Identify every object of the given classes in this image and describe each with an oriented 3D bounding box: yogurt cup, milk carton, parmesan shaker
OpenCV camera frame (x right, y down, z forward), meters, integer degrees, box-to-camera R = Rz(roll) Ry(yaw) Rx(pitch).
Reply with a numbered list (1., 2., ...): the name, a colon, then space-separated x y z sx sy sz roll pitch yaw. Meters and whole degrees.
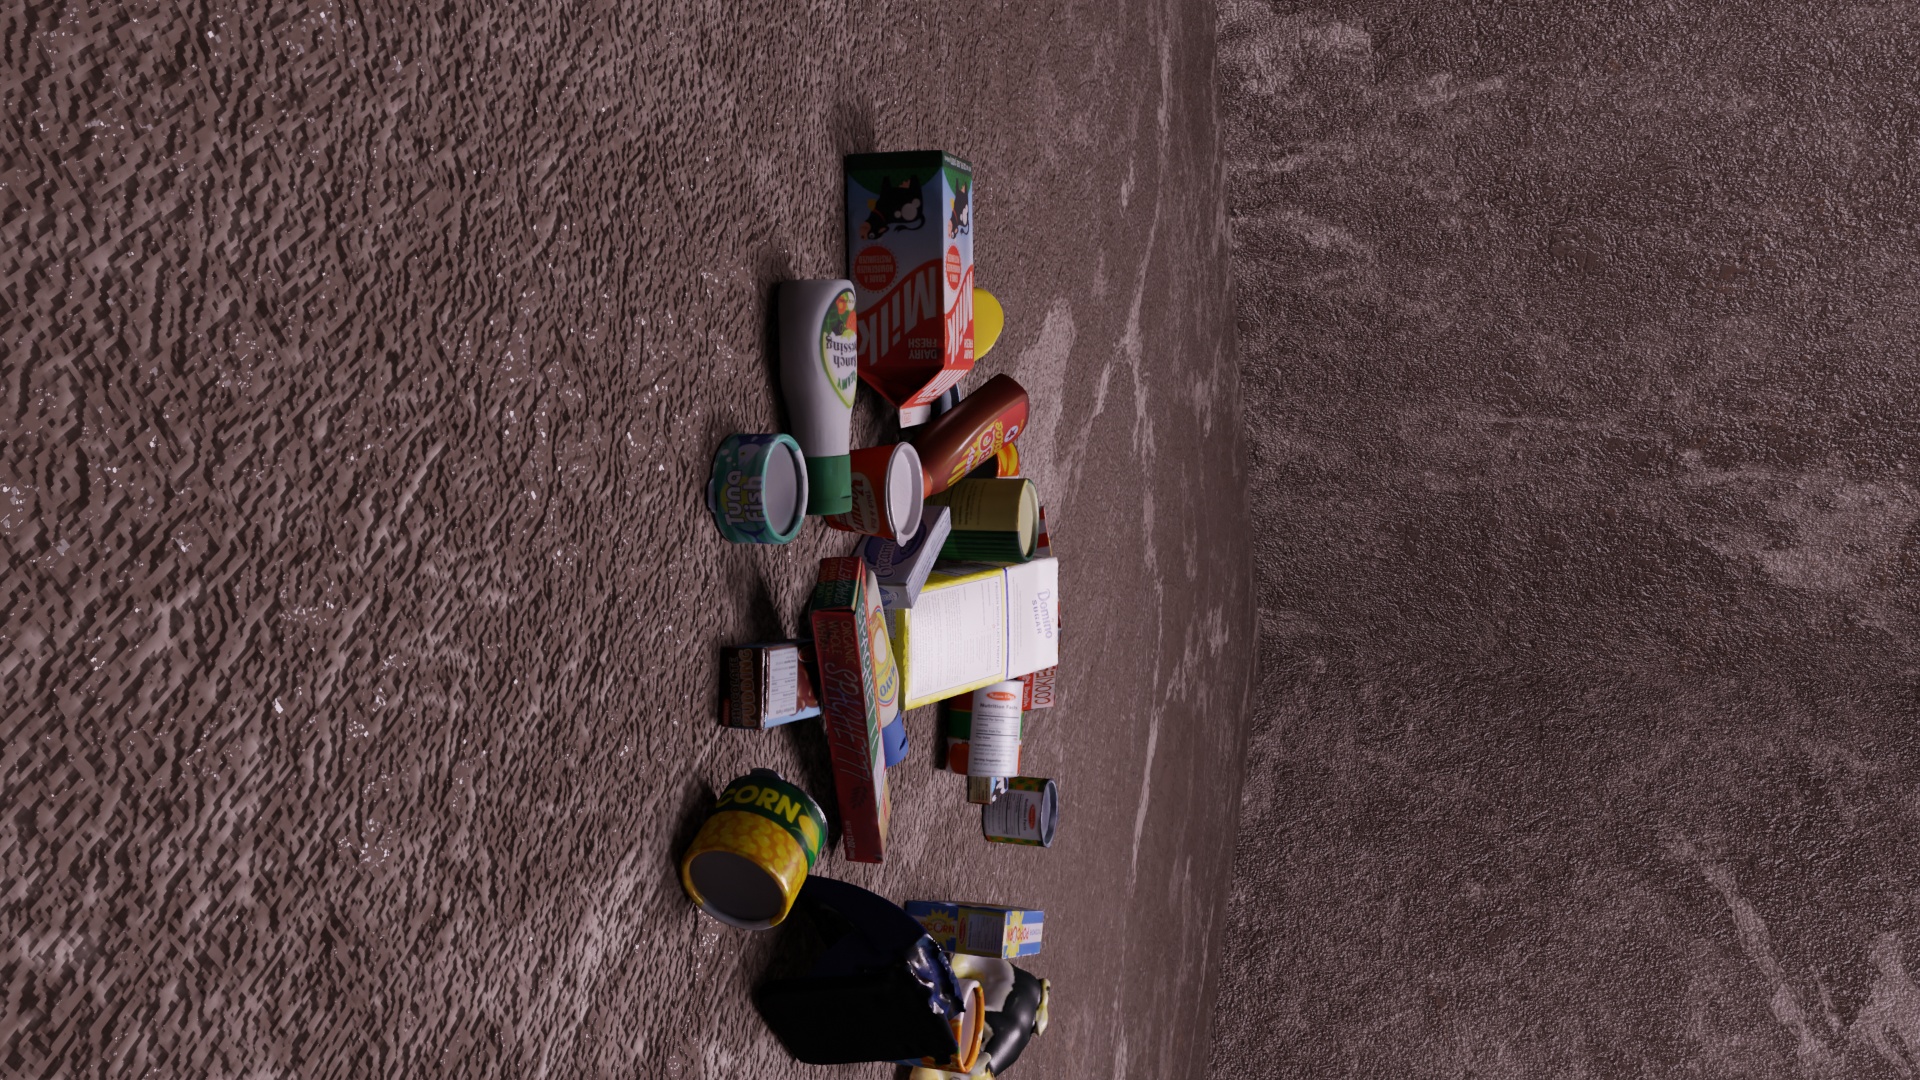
1. yogurt cup: -0.061 -0.034 0.956 0.072 0.054 0.072 0 91 -72
2. milk carton: -0.034 -0.178 0.998 0.072 0.073 0.190 -24 114 -71
3. parmesan shaker: 0.004 -0.014 1.077 0.071 0.103 0.071 0 91 -72

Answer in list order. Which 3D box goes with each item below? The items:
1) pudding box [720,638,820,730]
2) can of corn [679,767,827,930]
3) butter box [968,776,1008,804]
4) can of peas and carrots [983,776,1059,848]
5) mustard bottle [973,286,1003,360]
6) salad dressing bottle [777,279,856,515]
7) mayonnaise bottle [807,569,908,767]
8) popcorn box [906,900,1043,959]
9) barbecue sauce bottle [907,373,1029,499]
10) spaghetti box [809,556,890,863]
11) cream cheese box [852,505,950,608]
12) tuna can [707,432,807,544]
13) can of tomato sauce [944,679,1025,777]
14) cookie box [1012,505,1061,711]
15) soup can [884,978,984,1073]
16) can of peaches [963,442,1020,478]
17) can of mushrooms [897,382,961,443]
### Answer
1. pudding box: -0.113 0.086 0.842 0.084 0.030 0.049 2 88 -72
2. can of corn: -0.116 0.173 0.780 0.058 0.071 0.070 -62 148 -53
3. butter box: 0.026 0.187 1.287 0.053 0.024 0.103 -12 103 -71
4. can of peas and carrots: 0.059 0.260 1.338 0.071 0.059 0.071 0 91 -73
5. mustard bottle: 0.004 -0.181 1.154 0.161 0.049 0.065 -35 124 -69
6. salad dressing bottle: -0.089 -0.091 0.882 0.064 0.044 0.147 -22 113 -69
7. mayonnaise bottle: -0.067 0.093 0.965 0.065 0.041 0.147 -66 151 -50
8. popcorn box: 0.013 0.323 1.158 0.126 0.085 0.038 40 54 -68
9. barbecue sauce bottle: -0.011 -0.067 1.043 0.149 0.044 0.064 -39 159 -34
10. spaghetti box: -0.070 0.117 0.911 0.050 0.029 0.248 -85 174 -49
11. cream cheese box: -0.046 0.010 1.006 0.104 0.053 0.024 -64 150 -51
12. tuna can: -0.118 -0.030 0.815 0.071 0.033 0.071 0 91 -73
13. can of tomato sauce: 0.020 0.160 1.204 0.071 0.071 0.083 21 72 -71
14. cookie box: 0.061 0.065 1.257 0.166 0.040 0.123 89 -5 -60
15. soup can: -0.031 0.357 1.028 0.071 0.084 0.071 1 91 -72
16. can of peaches: 0.009 -0.064 1.154 0.058 0.071 0.071 -13 104 -71
17. can of mushrooms: -0.025 -0.104 1.096 0.071 0.033 0.071 1 91 -72
